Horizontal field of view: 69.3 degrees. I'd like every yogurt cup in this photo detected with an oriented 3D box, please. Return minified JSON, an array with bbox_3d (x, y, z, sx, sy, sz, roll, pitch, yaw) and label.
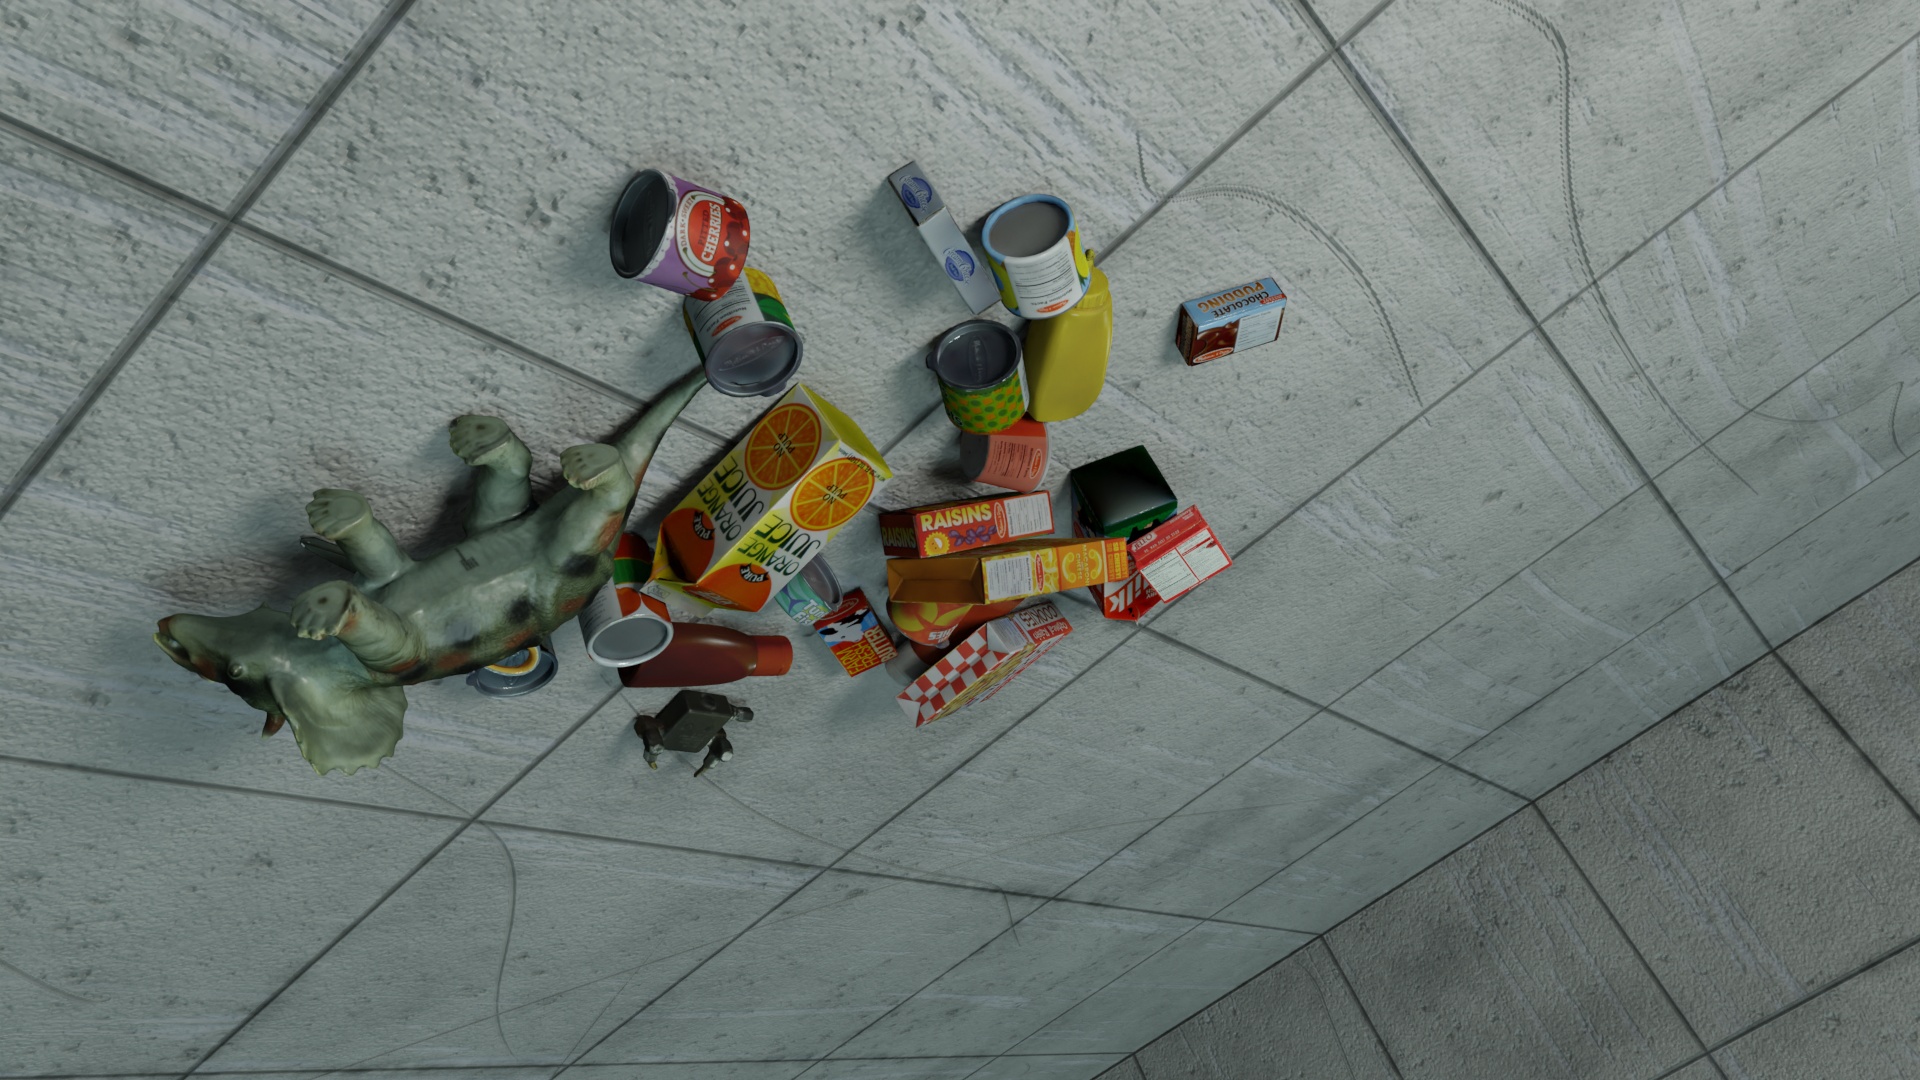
[{"bbox_3d":[0.035,-0.073,1.119,0.054,0.073,0.072,4,136,-25],"label":"yogurt cup"}]

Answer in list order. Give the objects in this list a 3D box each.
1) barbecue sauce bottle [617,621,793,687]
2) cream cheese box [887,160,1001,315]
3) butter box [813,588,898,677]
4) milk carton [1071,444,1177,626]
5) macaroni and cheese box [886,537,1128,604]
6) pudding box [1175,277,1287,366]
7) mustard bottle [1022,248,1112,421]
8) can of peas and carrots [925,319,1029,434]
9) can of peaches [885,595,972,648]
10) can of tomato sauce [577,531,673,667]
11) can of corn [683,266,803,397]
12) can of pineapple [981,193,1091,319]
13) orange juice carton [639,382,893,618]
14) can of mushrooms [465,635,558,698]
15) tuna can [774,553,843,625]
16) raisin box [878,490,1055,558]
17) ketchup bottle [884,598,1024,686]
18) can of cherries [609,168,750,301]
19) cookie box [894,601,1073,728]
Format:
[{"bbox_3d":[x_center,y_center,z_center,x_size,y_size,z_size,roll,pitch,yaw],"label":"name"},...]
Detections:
[{"bbox_3d":[-0.217,0.100,1.202,0.149,0.044,0.064,4,136,-38],"label":"barbecue sauce bottle"},{"bbox_3d":[-0.010,-0.200,0.925,0.024,0.053,0.103,-33,146,6],"label":"cream cheese box"},{"bbox_3d":[-0.097,0.087,1.281,0.053,0.024,0.103,-26,146,0],"label":"butter box"},{"bbox_3d":[0.151,0.005,1.292,0.073,0.072,0.189,-21,146,-9],"label":"milk carton"},{"bbox_3d":[0.041,0.025,1.173,0.167,0.040,0.123,-7,-176,-40],"label":"macaroni and cheese box"},{"bbox_3d":[0.220,-0.178,1.129,0.084,0.030,0.049,-18,147,-11],"label":"pudding box"},{"bbox_3d":[0.084,-0.159,1.047,0.065,0.049,0.159,-13,144,-20],"label":"mustard bottle"},{"bbox_3d":[0.014,-0.121,1.038,0.071,0.071,0.058,-23,147,-5],"label":"can of peas and carrots"},{"bbox_3d":[-0.023,0.052,1.242,0.071,0.071,0.057,5,134,-38],"label":"can of peaches"},{"bbox_3d":[-0.260,0.045,1.063,0.071,0.083,0.070,-17,145,-12],"label":"can of tomato sauce"},{"bbox_3d":[-0.143,-0.136,0.918,0.071,0.058,0.070,-18,145,-13],"label":"can of corn"},{"bbox_3d":[0.052,-0.197,0.959,0.071,0.071,0.057,-26,142,-1],"label":"can of pineapple"},{"bbox_3d":[-0.150,-0.017,1.035,0.192,0.073,0.071,-44,143,8],"label":"orange juice carton"},{"bbox_3d":[-0.360,0.094,1.108,0.071,0.033,0.070,-18,146,-12],"label":"can of mushrooms"},{"bbox_3d":[-0.129,0.037,1.150,0.033,0.071,0.071,-35,145,14],"label":"tuna can"},{"bbox_3d":[0.004,-0.015,1.159,0.124,0.040,0.086,-11,-174,-23],"label":"raisin box"},{"bbox_3d":[-0.009,0.083,1.316,0.148,0.044,0.065,-41,151,22],"label":"ketchup bottle"},{"bbox_3d":[-0.166,-0.182,0.831,0.058,0.072,0.071,12,131,-43],"label":"can of cherries"},{"bbox_3d":[0.026,0.116,1.335,0.122,0.040,0.168,-41,167,22],"label":"cookie box"}]
